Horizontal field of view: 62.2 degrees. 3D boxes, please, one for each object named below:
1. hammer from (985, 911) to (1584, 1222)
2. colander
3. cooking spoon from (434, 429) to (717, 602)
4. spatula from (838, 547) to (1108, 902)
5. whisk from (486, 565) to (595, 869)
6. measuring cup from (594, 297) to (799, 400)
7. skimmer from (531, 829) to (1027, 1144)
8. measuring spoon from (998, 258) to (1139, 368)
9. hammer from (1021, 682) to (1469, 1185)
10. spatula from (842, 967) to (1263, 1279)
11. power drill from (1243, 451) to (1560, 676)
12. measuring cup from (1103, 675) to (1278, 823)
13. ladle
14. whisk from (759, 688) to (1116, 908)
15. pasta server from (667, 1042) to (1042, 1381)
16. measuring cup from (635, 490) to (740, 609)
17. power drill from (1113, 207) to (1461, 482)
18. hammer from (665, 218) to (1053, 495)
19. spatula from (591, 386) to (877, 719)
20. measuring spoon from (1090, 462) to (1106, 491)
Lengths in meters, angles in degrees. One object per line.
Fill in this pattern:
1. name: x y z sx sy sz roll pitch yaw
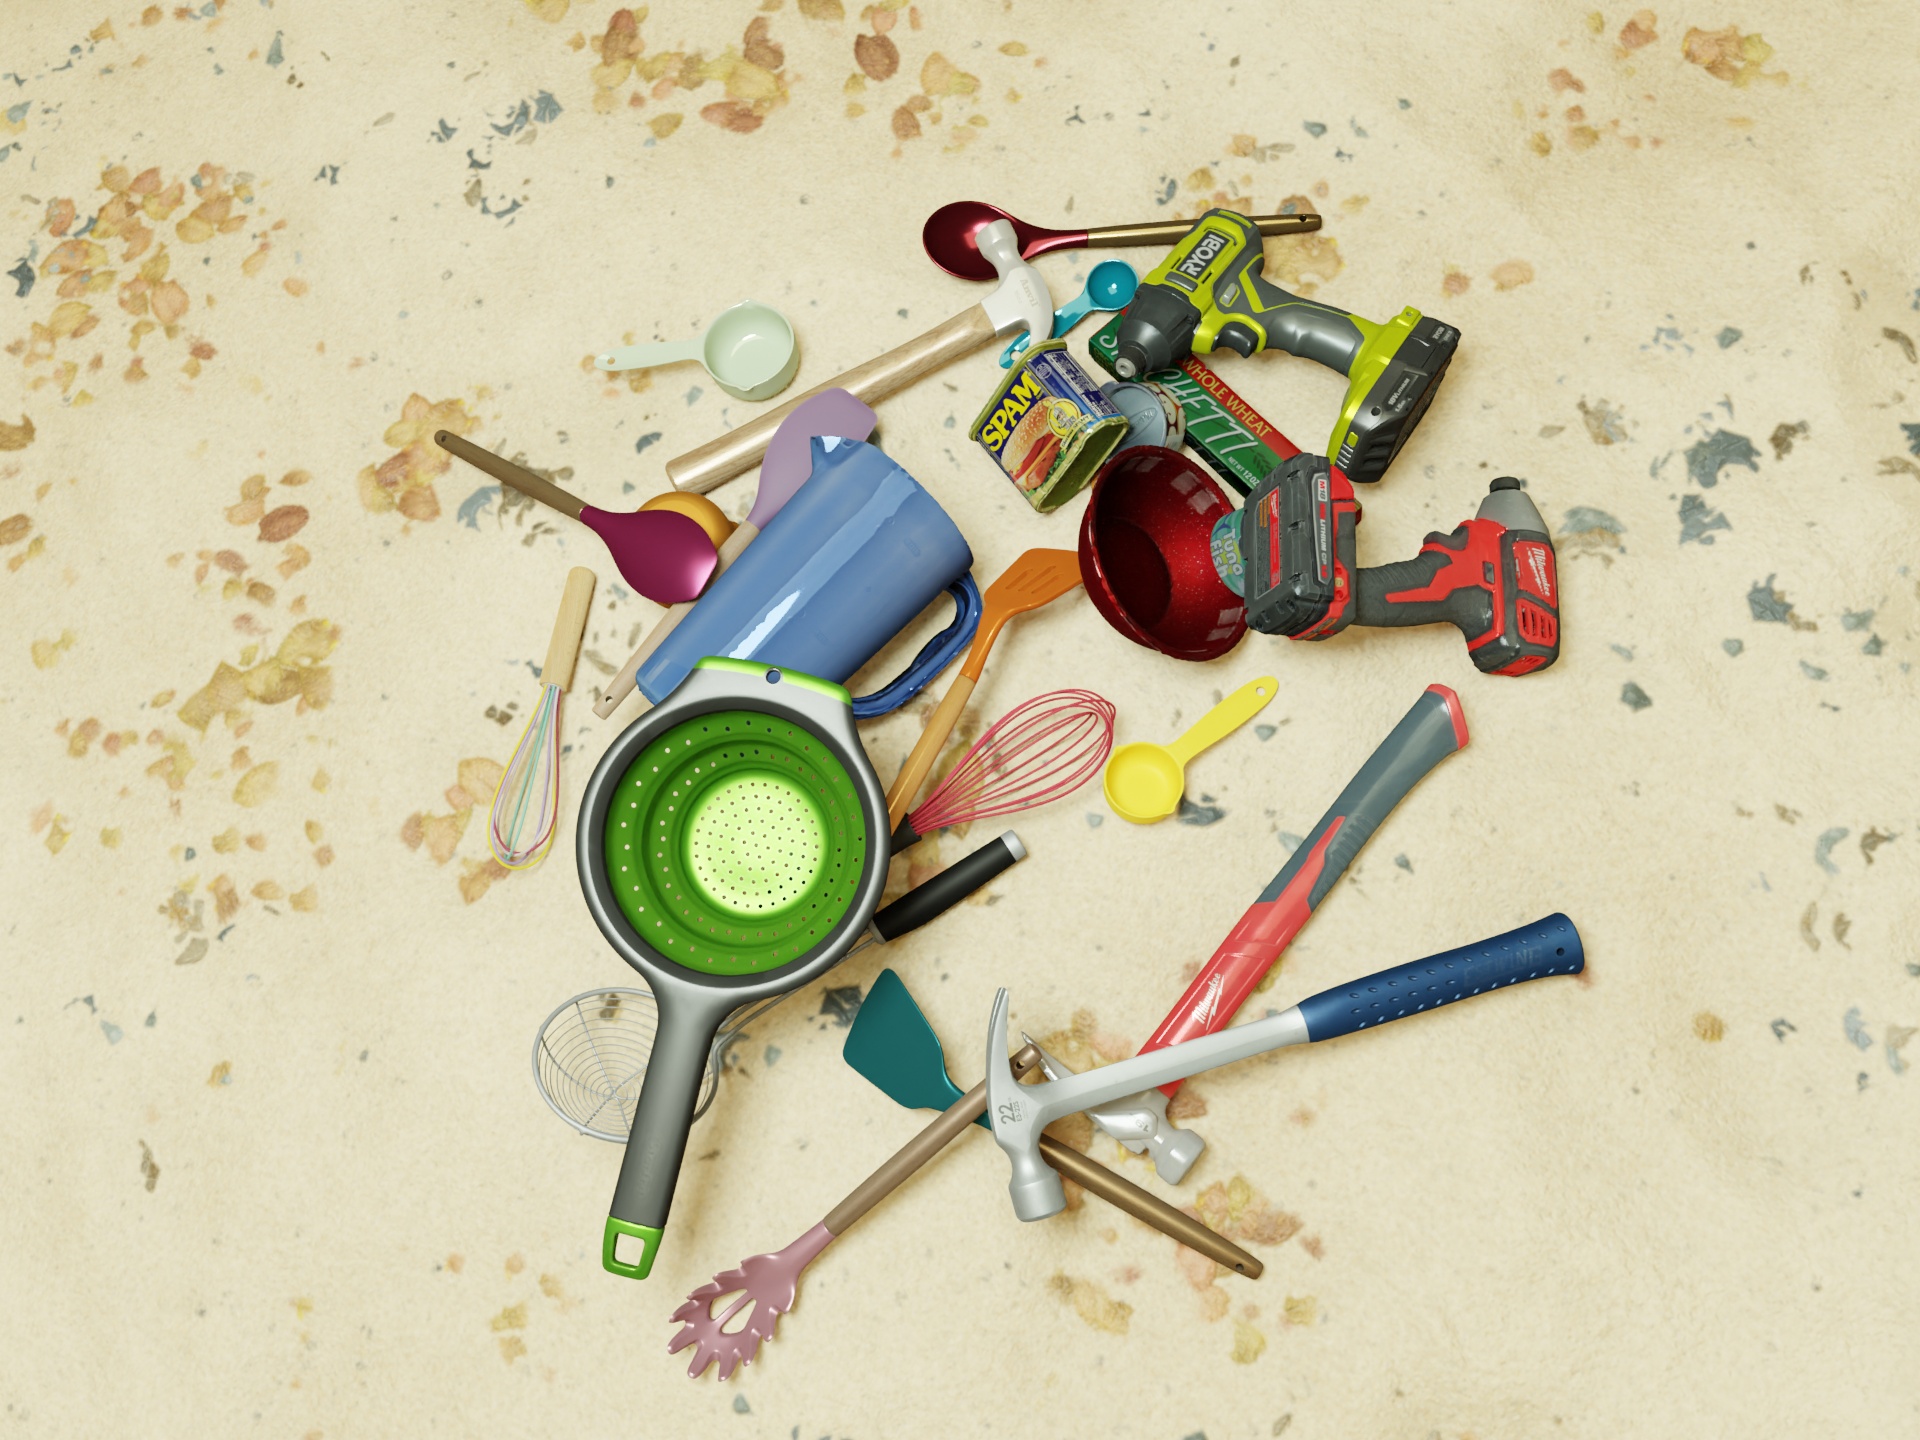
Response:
1. hammer: 0.210 0.194 1.032 0.405 0.035 0.144 -15 85 -8
2. colander: -0.163 0.161 1.051 0.204 0.094 0.397 13 85 4
3. cooking spoon: -0.308 -0.169 1.236 0.319 0.017 0.069 28 89 29
4. spatula: -0.002 -0.004 1.131 0.081 0.041 0.323 14 67 43
5. whisk: -0.314 -0.004 1.217 0.047 0.051 0.245 13 70 -9
6. measuring cup: -0.211 -0.291 1.286 0.167 0.038 0.083 -4 73 10
7. skimmer: -0.118 0.168 1.102 0.363 0.090 0.127 -32 56 -3
8. measuring spoon: 0.085 -0.317 1.262 0.128 0.021 0.042 -34 78 7
9. hammer: 0.209 0.121 1.096 0.143 0.038 0.386 37 82 19
10. spatula: 0.061 0.282 1.070 0.317 0.044 0.082 29 109 8
11. power drill: 0.312 -0.113 1.101 0.219 0.078 0.143 7 74 -15
12. measuring cup: 0.168 0.018 1.145 0.156 0.029 0.062 -36 73 -15
13. ladle: 0.128 -0.388 1.269 0.315 0.031 0.069 -2 80 6
14. whisk: -0.017 0.066 1.137 0.296 0.073 0.073 -30 71 4
15. pasta server: -0.067 0.320 1.050 0.316 0.040 0.060 -42 86 7
16. measuring cup: -0.193 -0.101 1.216 0.095 0.052 0.174 -35 71 -3
17. power drill: 0.235 -0.274 1.173 0.223 0.080 0.171 30 62 15
18. hammer: -0.079 -0.260 1.250 0.331 0.031 0.130 -27 84 3
19. spatula: -0.174 -0.128 1.194 0.060 0.018 0.316 36 76 1
20. measuring spoon: 0.110 -0.174 1.213 0.021 0.011 0.117 -13 72 5
